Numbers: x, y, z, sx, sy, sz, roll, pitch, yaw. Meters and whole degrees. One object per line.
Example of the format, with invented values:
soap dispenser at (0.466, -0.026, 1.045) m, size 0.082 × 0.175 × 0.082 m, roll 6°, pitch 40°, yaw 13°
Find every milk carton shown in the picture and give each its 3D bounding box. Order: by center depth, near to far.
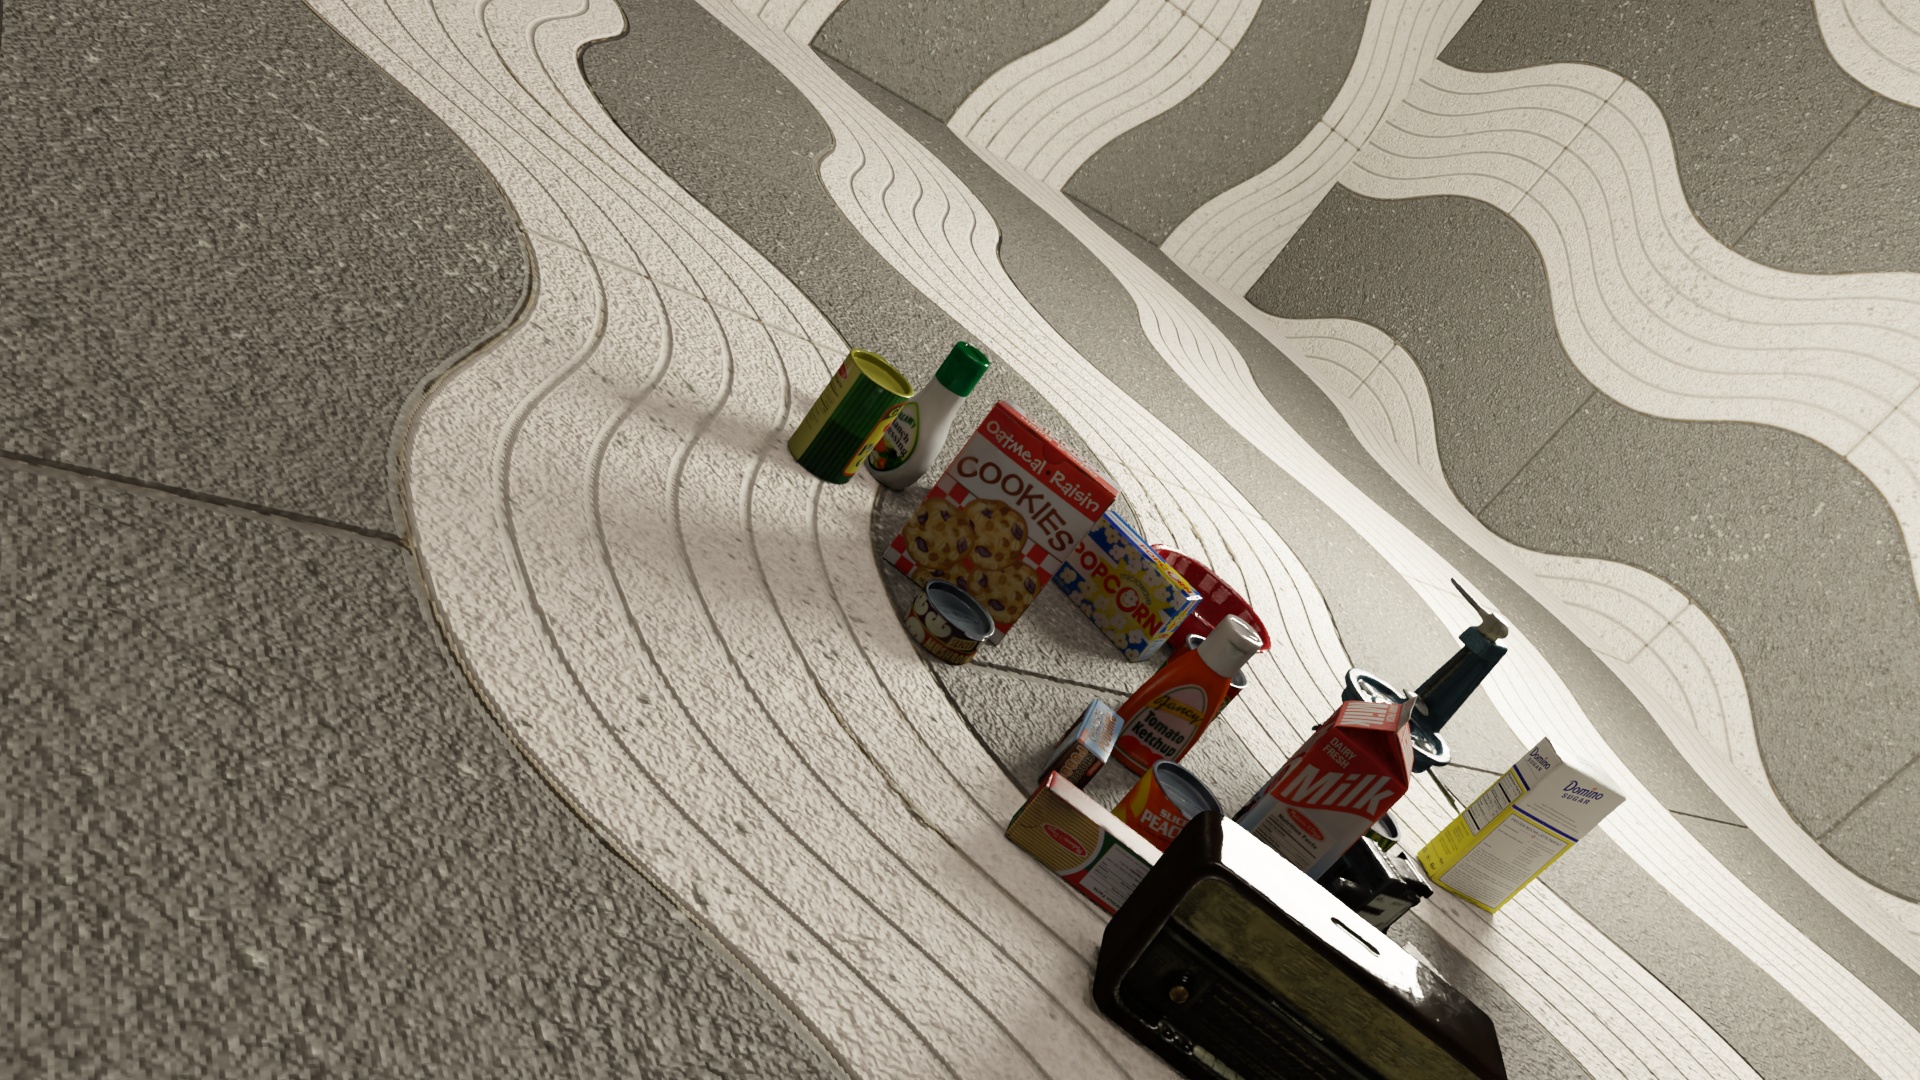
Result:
milk carton at (0.286, 0.195, 1.079) m, size 0.073 × 0.190 × 0.072 m, roll 42°, pitch 21°, yaw 10°

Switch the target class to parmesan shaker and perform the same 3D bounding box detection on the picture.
parmesan shaker at (-0.097, -0.109, 1.217) m, size 0.071 × 0.102 × 0.071 m, roll 32°, pitch 22°, yaw -14°

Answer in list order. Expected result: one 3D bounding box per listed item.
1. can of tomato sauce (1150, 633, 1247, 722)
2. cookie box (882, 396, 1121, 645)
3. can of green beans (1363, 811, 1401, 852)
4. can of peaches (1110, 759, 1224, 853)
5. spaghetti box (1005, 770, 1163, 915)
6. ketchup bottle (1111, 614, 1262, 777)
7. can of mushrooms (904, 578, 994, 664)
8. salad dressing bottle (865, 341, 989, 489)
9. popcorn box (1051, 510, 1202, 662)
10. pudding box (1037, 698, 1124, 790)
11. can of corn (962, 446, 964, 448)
can of tomato sauce at (0.198, 0.134, 1.210) m, size 0.071 × 0.082 × 0.071 m, roll 32°, pitch 22°, yaw -14°
cookie box at (0.033, -0.015, 1.141) m, size 0.123 × 0.167 × 0.040 m, roll 38°, pitch 21°, yaw 1°
can of green beans at (0.342, 0.257, 1.220) m, size 0.071 × 0.057 × 0.071 m, roll 32°, pitch 22°, yaw -14°
can of peaches at (0.151, 0.206, 1.025) m, size 0.071 × 0.058 × 0.071 m, roll 32°, pitch 22°, yaw -14°
spaghetti box at (0.144, 0.250, 0.935) m, size 0.250 × 0.050 × 0.029 m, roll 37°, pitch 21°, yaw -1°
ketchup bottle at (0.181, 0.124, 1.115) m, size 0.065 × 0.148 × 0.044 m, roll 36°, pitch 21°, yaw -4°
can of mushrooms at (-0.009, 0.066, 1.095) m, size 0.071 × 0.033 × 0.071 m, roll 32°, pitch 22°, yaw -14°
salad dressing bottle at (-0.029, -0.115, 1.274) m, size 0.044 × 0.147 × 0.064 m, roll 16°, pitch 30°, yaw -44°
popcorn box at (0.156, 0.043, 1.328) m, size 0.127 × 0.085 × 0.038 m, roll 47°, pitch 23°, yaw 22°
pudding box at (0.091, 0.157, 1.043) m, size 0.030 × 0.049 × 0.084 m, roll 39°, pitch 21°, yaw 3°
can of corn at (0.014, -0.046, 1.324) m, size 0.071 × 0.058 × 0.071 m, roll 32°, pitch 22°, yaw -14°
